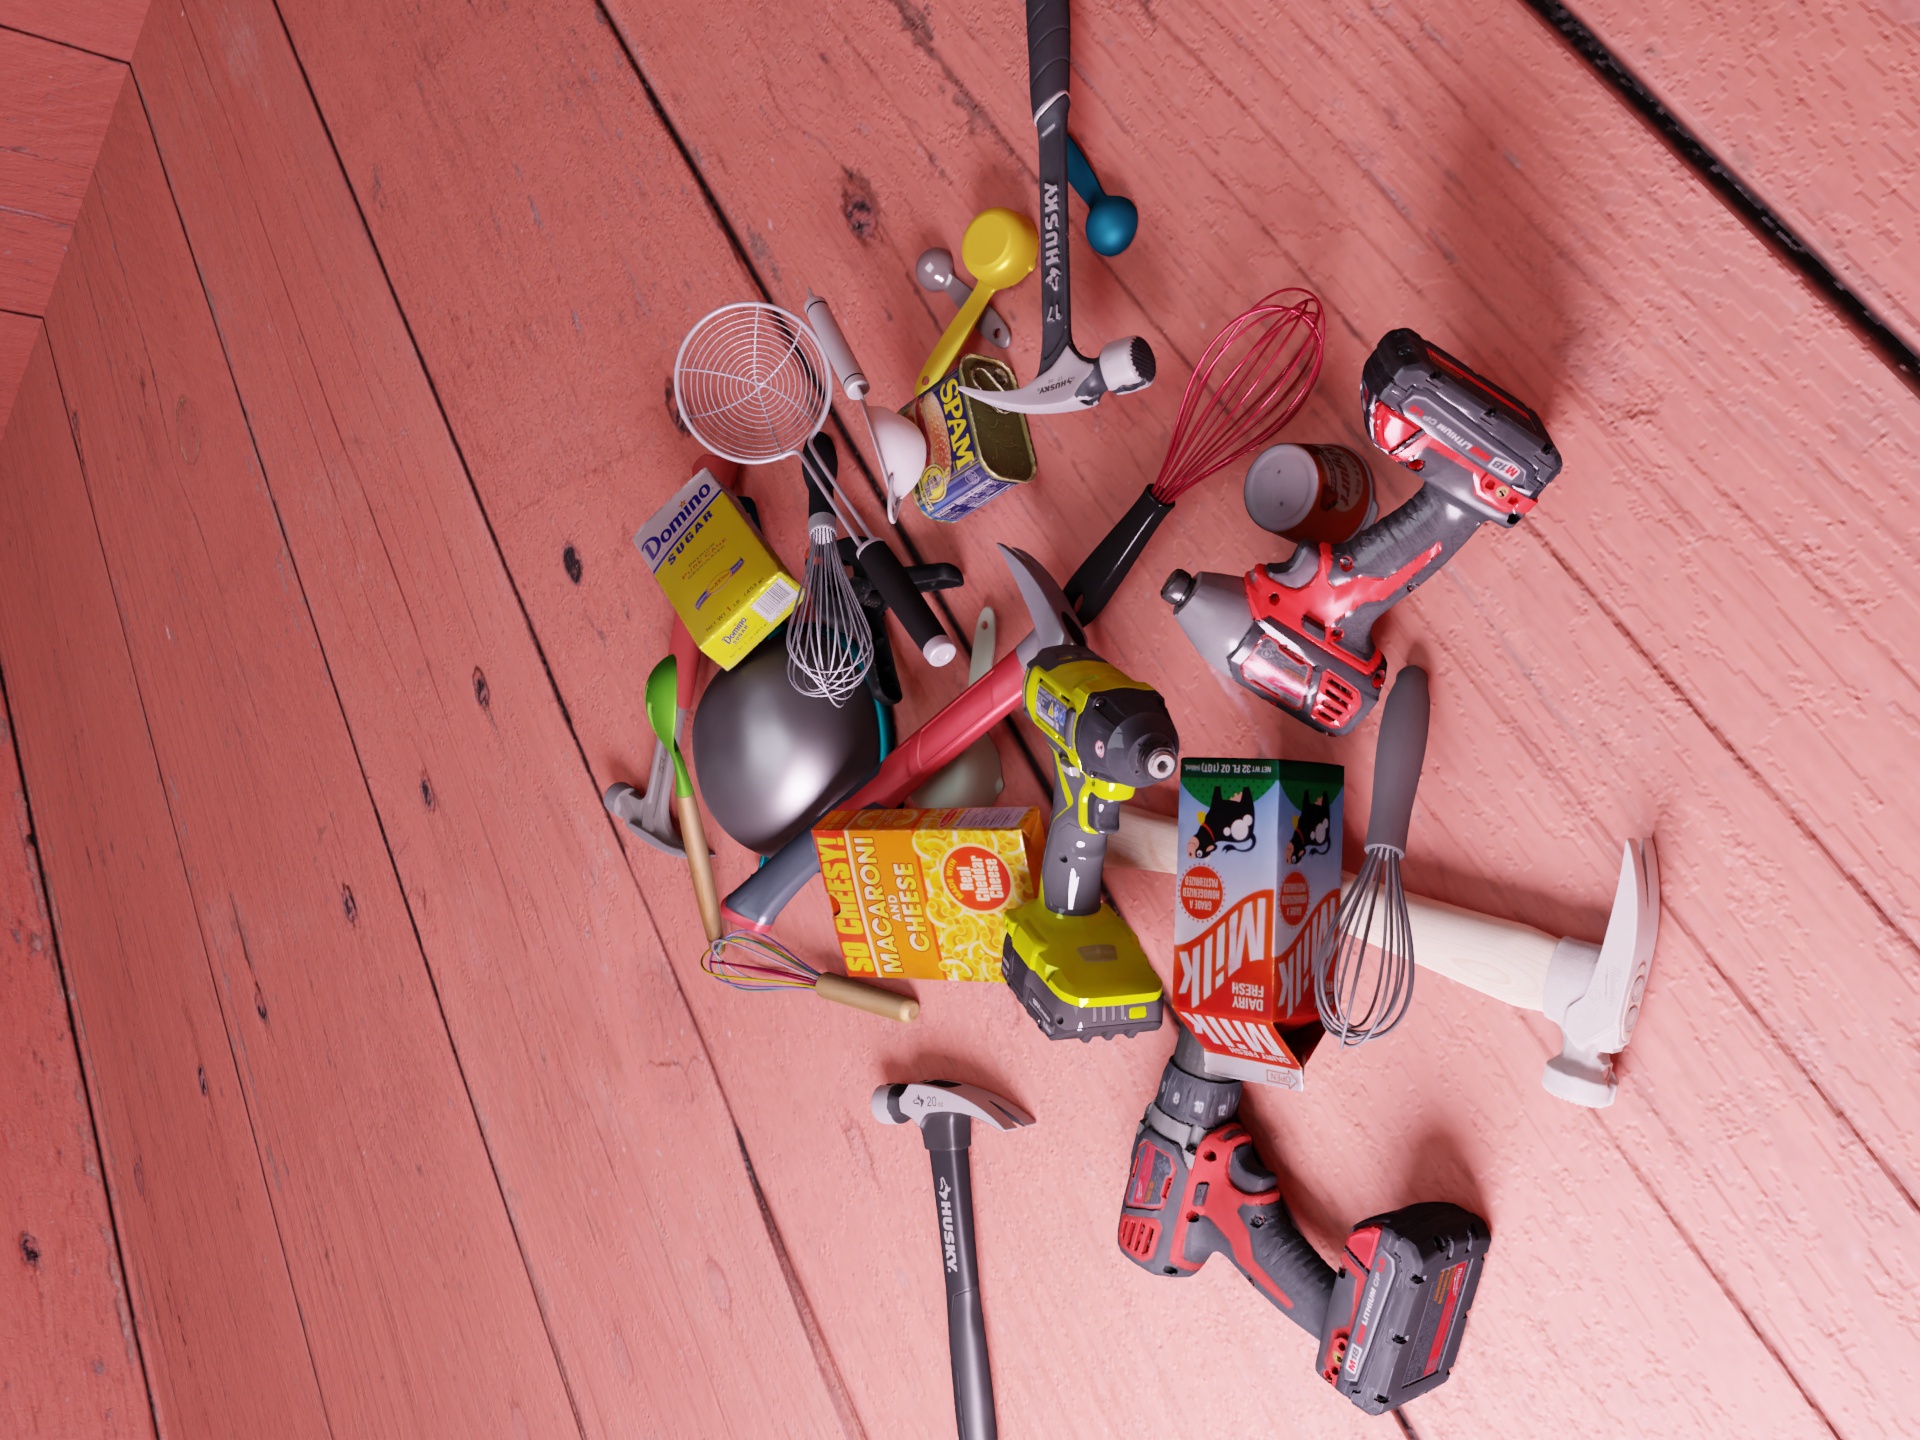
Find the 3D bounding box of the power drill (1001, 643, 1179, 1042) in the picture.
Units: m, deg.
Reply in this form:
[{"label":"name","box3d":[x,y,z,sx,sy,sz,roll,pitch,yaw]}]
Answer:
[{"label":"power drill","box3d":[0.084,0.080,0.997,0.171,0.080,0.223,-134,45,-66]}]

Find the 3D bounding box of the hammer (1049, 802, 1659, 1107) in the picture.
[{"label":"hammer","box3d":[0.217,0.095,0.982,0.411,0.038,0.146,17,99,44]}]

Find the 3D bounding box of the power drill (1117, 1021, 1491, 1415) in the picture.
[{"label":"power drill","box3d":[0.200,0.286,0.969,0.227,0.080,0.188,23,104,46]}]

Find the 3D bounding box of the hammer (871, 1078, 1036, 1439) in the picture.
[{"label":"hammer","box3d":[0.007,0.437,1.179,0.146,0.035,0.335,-13,80,44]}]

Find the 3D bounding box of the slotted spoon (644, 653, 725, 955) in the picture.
[{"label":"slotted spoon","box3d":[-0.226,0.081,1.328,0.070,0.031,0.313,-113,15,-53]}]

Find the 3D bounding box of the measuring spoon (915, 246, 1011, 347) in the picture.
[{"label":"measuring spoon","box3d":[0.000,-0.324,1.219,0.124,0.018,0.034,52,122,31]}]

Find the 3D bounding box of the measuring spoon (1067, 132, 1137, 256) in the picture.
[{"label":"measuring spoon","box3d":[0.084,-0.385,1.135,0.042,0.021,0.129,-44,61,34]}]

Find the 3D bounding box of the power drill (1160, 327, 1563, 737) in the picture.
[{"label":"power drill","box3d":[0.223,-0.105,0.914,0.143,0.079,0.219,31,118,-7]}]

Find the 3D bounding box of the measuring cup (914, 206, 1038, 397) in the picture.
[{"label":"measuring cup","box3d":[0.002,-0.312,1.193,0.062,0.029,0.156,41,107,31]}]

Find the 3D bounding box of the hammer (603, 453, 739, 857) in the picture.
[{"label":"hammer","box3d":[-0.244,-0.060,1.439,0.149,0.036,0.359,23,105,42]}]

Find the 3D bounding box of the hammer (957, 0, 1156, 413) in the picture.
[{"label":"hammer","box3d":[0.062,-0.411,1.124,0.149,0.036,0.409,-10,76,39]}]

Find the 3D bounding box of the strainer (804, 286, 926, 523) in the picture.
[{"label":"strainer","box3d":[-0.074,-0.249,1.202,0.050,0.086,0.259,-24,57,-2]}]

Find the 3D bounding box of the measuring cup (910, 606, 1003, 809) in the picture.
[{"label":"measuring cup","box3d":[-0.002,-0.004,1.196,0.083,0.038,0.167,19,104,43]}]

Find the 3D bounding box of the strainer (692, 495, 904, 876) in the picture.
[{"label":"strainer","box3d":[-0.174,-0.037,1.328,0.211,0.095,0.340,-29,70,40]}]

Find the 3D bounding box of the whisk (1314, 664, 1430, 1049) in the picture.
[{"label":"whisk","box3d":[0.239,0.072,0.899,0.055,0.055,0.239,-9,55,44]}]

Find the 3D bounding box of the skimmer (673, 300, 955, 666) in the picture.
[{"label":"skimmer","box3d":[-0.107,-0.181,1.202,0.127,0.090,0.364,-37,55,5]}]

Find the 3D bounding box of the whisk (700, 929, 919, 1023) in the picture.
[{"label":"whisk","box3d":[-0.130,0.217,1.315,0.245,0.047,0.051,8,93,41]}]

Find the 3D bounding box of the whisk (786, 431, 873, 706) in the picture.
[{"label":"whisk","box3d":[-0.107,-0.127,1.250,0.070,0.070,0.285,-41,40,36]}]

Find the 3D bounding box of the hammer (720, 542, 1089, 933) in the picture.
[{"label":"hammer","box3d":[-0.057,0.033,1.192,0.386,0.038,0.143,-40,61,29]}]

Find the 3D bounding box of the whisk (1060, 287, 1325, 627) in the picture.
[{"label":"whisk","box3d":[0.143,-0.162,1.051,0.295,0.073,0.073,-53,55,37]}]
